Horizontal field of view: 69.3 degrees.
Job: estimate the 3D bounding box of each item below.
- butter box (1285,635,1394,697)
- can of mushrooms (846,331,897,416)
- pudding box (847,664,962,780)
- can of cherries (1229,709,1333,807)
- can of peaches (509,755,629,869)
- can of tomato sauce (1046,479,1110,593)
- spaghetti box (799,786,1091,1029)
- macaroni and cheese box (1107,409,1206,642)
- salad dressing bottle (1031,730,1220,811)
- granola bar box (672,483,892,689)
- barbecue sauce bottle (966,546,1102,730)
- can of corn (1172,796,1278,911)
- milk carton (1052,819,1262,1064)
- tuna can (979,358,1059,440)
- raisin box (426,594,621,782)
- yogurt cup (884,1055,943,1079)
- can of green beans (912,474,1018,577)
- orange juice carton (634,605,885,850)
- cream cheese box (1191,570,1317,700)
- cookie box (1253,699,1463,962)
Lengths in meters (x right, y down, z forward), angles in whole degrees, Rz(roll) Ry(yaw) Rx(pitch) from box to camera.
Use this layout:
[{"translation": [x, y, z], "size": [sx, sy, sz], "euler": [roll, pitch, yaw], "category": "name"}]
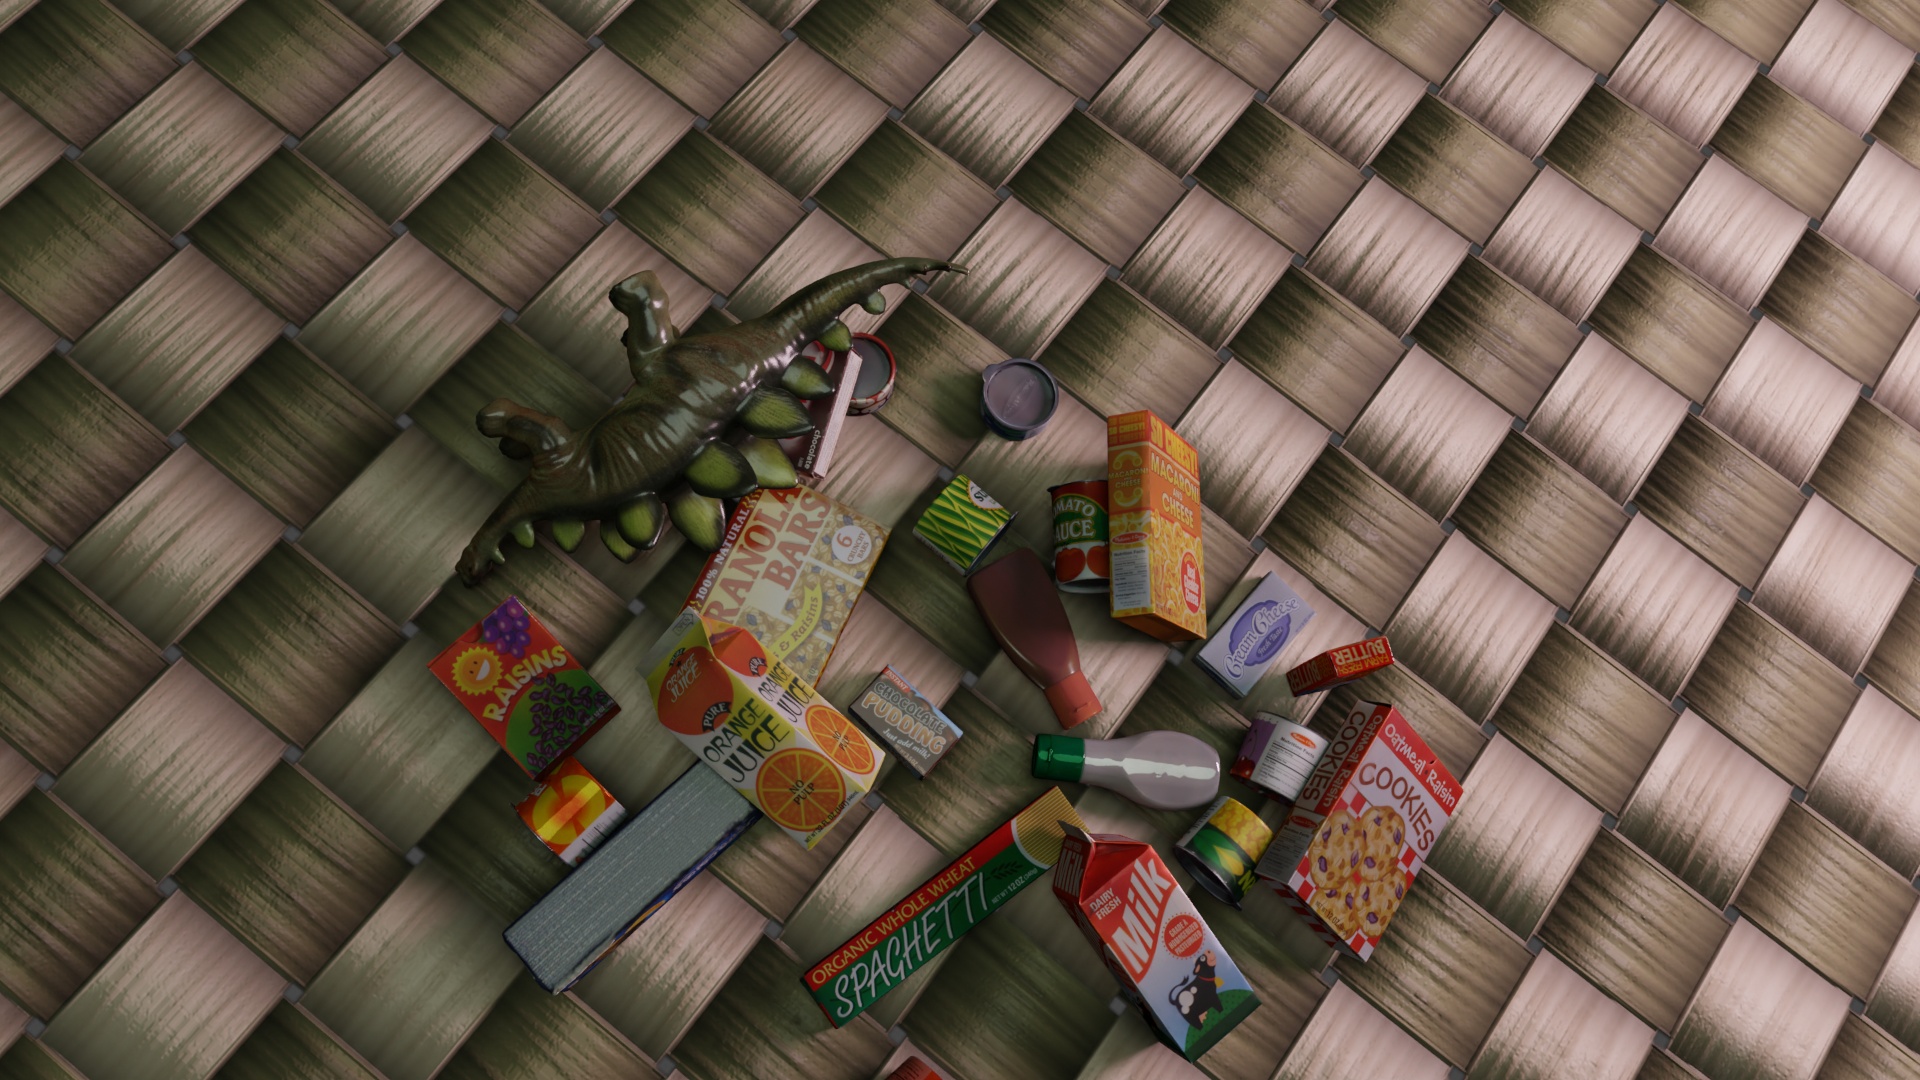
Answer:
[{"translation": [0.309, 0.104, 1.133], "size": [0.053, 0.103, 0.024], "euler": [-13, 76, -9], "category": "butter box"}, {"translation": [-0.087, -0.144, 1.192], "size": [0.071, 0.033, 0.071], "euler": [2, 74, -6], "category": "can of mushrooms"}, {"translation": [-0.044, 0.146, 1.118], "size": [0.084, 0.030, 0.050], "euler": [43, 74, 6], "category": "pudding box"}, {"translation": [0.259, 0.178, 1.126], "size": [0.071, 0.071, 0.058], "euler": [27, 80, 1], "category": "can of cherries"}, {"translation": [-0.296, 0.204, 1.054], "size": [0.071, 0.071, 0.058], "euler": [44, 74, 6], "category": "can of peaches"}, {"translation": [0.109, -0.003, 1.157], "size": [0.071, 0.071, 0.083], "euler": [0, 76, -7], "category": "can of tomato sauce"}, {"translation": [-0.009, 0.285, 1.085], "size": [0.251, 0.028, 0.050], "euler": [-34, 81, -14], "category": "spaghetti box"}, {"translation": [0.160, -0.009, 1.138], "size": [0.040, 0.123, 0.167], "euler": [-8, 72, 27], "category": "macaroni and cheese box"}, {"translation": [0.133, 0.182, 1.123], "size": [0.148, 0.044, 0.064], "euler": [7, 76, -3], "category": "salad dressing bottle"}, {"translation": [-0.146, 0.038, 1.131], "size": [0.124, 0.039, 0.166], "euler": [25, 74, 1], "category": "granola bar box"}, {"translation": [0.065, 0.083, 1.142], "size": [0.065, 0.043, 0.148], "euler": [-27, 80, -12], "category": "barbecue sauce bottle"}, {"translation": [0.214, 0.248, 1.101], "size": [0.058, 0.071, 0.071], "euler": [-43, 84, -15], "category": "can of corn"}, {"translation": [0.137, 0.293, 1.061], "size": [0.073, 0.072, 0.190], "euler": [-36, 92, -14], "category": "milk carton"}, {"translation": [0.048, -0.123, 1.201], "size": [0.071, 0.032, 0.071], "euler": [2, 75, -6], "category": "tuna can"}, {"translation": [-0.341, 0.116, 1.087], "size": [0.086, 0.040, 0.123], "euler": [-43, 83, -14], "category": "raisin box"}, {"translation": [-0.034, 0.421, 1.028], "size": [0.072, 0.072, 0.054], "euler": [43, 67, 6], "category": "yogurt cup"}, {"translation": [0.003, -0.013, 1.149], "size": [0.058, 0.071, 0.071], "euler": [40, 74, 5], "category": "can of green beans"}, {"translation": [-0.156, 0.137, 1.057], "size": [0.192, 0.073, 0.071], "euler": [42, 106, -5], "category": "orange juice carton"}, {"translation": [0.248, 0.080, 1.174], "size": [0.053, 0.024, 0.104], "euler": [43, 74, 6], "category": "cream cheese box"}, {"translation": [0.320, 0.229, 1.103], "size": [0.122, 0.040, 0.168], "euler": [45, 72, -28], "category": "cookie box"}]
